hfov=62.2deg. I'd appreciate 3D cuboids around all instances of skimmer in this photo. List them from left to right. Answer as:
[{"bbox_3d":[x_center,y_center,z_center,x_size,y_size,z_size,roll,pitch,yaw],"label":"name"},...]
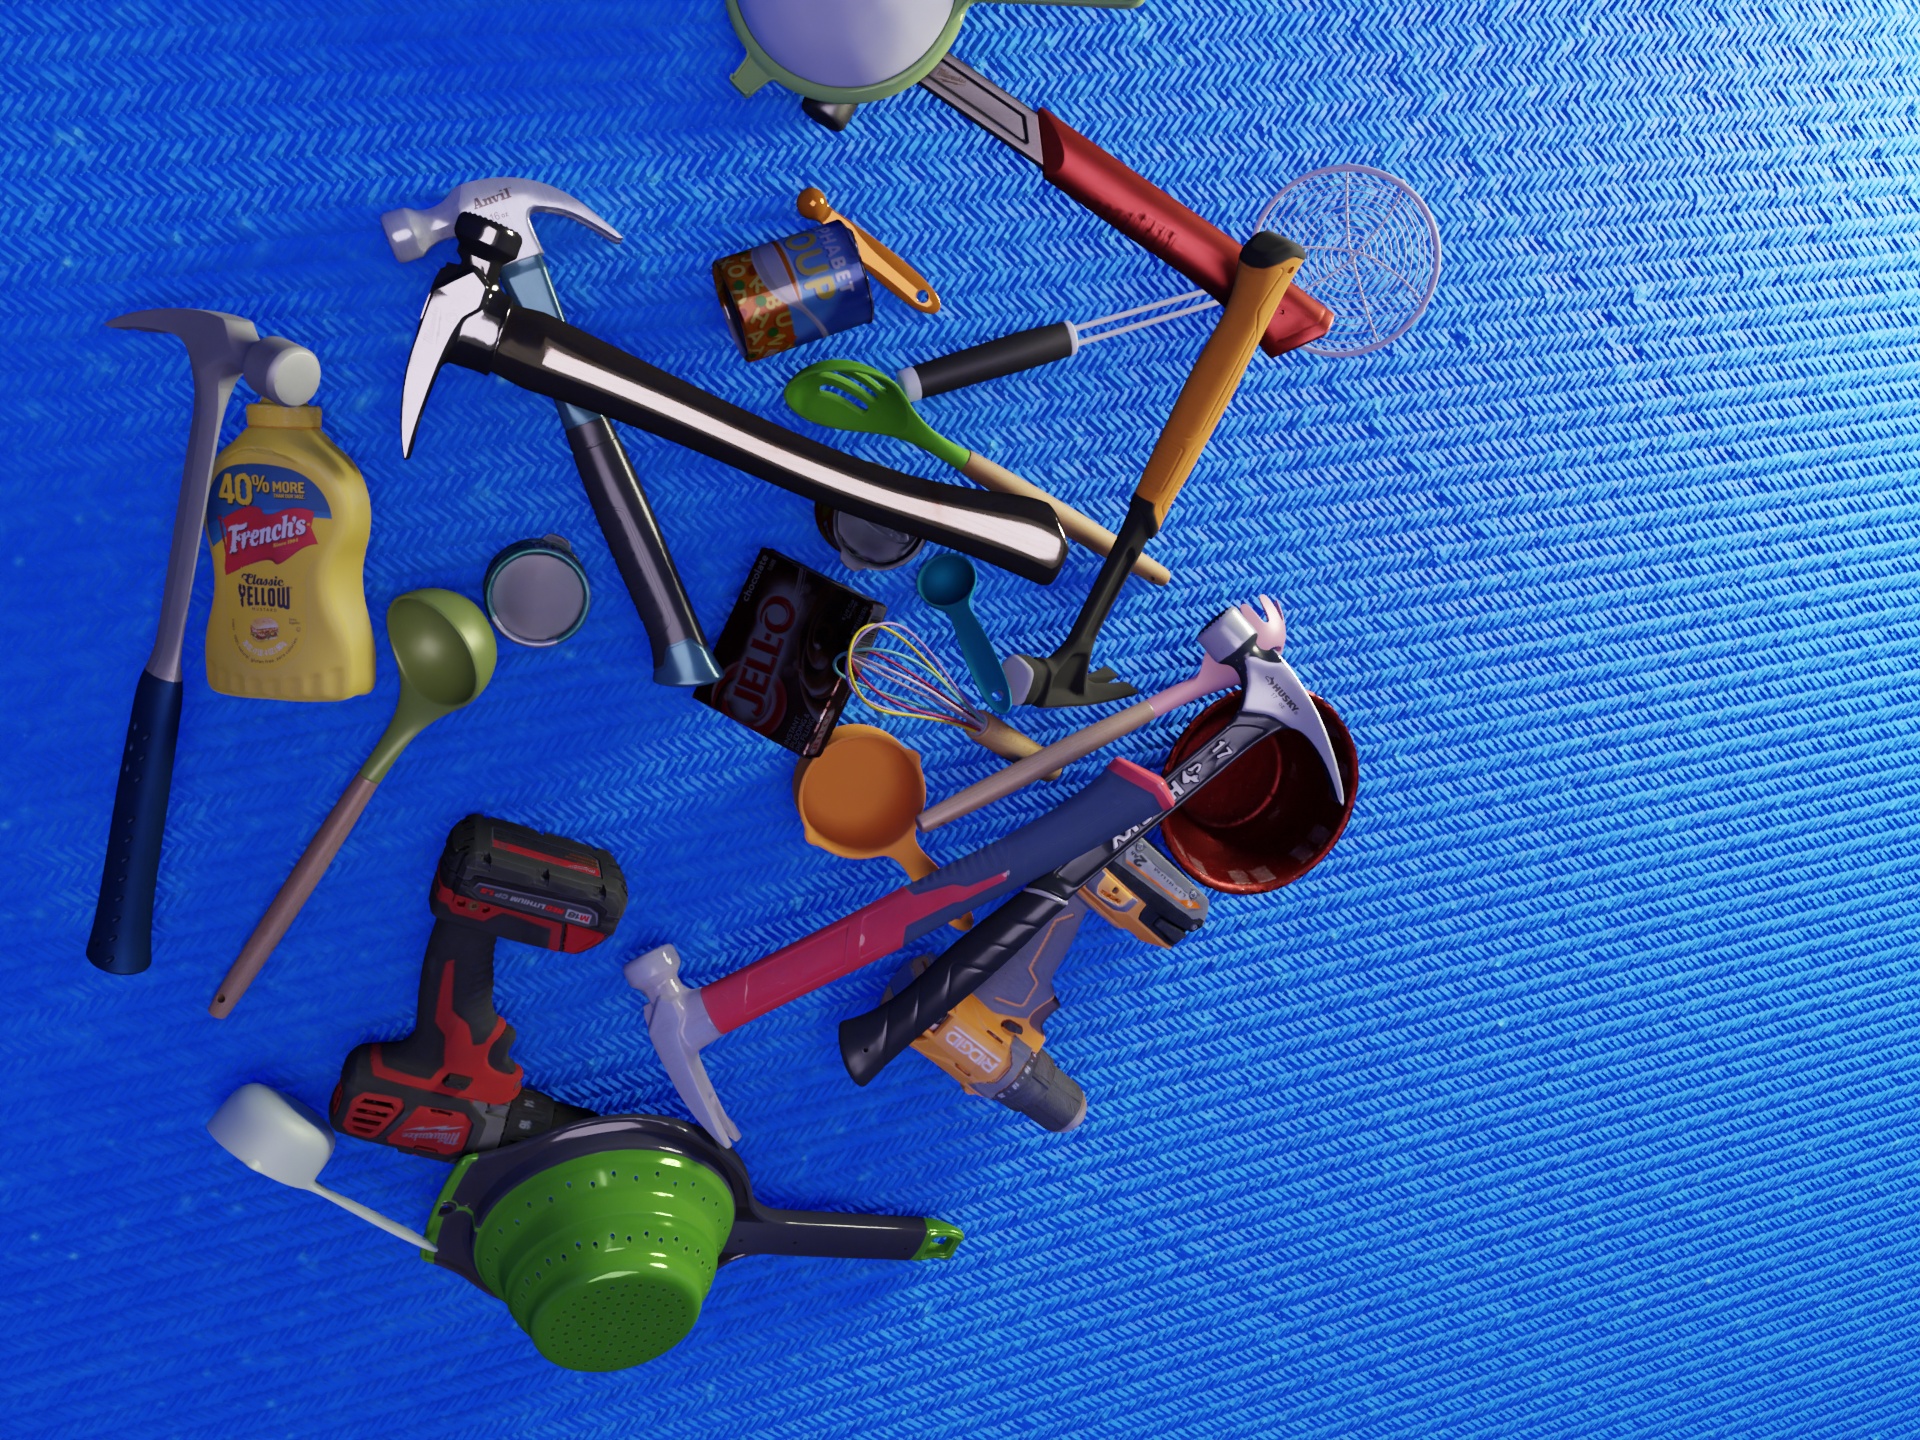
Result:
[{"bbox_3d":[0.138,-0.270,1.053,0.363,0.090,0.127,-19,109,-12],"label":"skimmer"}]

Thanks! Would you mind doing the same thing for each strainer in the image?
[{"bbox_3d":[-0.016,-0.442,0.928,0.256,0.069,0.151,4,95,2],"label":"strainer"}]

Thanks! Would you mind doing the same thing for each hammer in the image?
[{"bbox_3d":[-0.465,-0.040,0.927,0.035,0.144,0.405,-13,125,-60],"label":"hammer"},{"bbox_3d":[-0.227,-0.170,0.982,0.128,0.033,0.331,-24,104,-11],"label":"hammer"},{"bbox_3d":[-0.126,-0.158,0.971,0.410,0.038,0.146,20,95,-16],"label":"hammer"},{"bbox_3d":[-0.029,0.143,1.057,0.386,0.038,0.143,-27,87,8],"label":"hammer"},{"bbox_3d":[0.077,0.110,1.080,0.409,0.036,0.149,-41,90,6],"label":"hammer"},{"bbox_3d":[0.087,-0.352,1.004,0.359,0.037,0.149,32,94,-8],"label":"hammer"},{"bbox_3d":[0.135,-0.154,1.036,0.127,0.034,0.336,-3,127,-48],"label":"hammer"}]

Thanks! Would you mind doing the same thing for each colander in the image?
[{"bbox_3d":[-0.164,0.383,1.105,0.396,0.095,0.204,13,120,-27],"label":"colander"}]

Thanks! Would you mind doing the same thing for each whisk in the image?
[{"bbox_3d":[-0.003,-0.001,1.060,0.051,0.047,0.244,-30,146,23],"label":"whisk"}]

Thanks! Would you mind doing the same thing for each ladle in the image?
[{"bbox_3d":[-0.390,0.057,0.993,0.078,0.062,0.320,36,96,12],"label":"ladle"}]

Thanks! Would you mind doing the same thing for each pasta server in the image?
[{"bbox_3d":[0.104,-0.001,1.108,0.316,0.040,0.060,-26,148,-17],"label":"pasta server"}]

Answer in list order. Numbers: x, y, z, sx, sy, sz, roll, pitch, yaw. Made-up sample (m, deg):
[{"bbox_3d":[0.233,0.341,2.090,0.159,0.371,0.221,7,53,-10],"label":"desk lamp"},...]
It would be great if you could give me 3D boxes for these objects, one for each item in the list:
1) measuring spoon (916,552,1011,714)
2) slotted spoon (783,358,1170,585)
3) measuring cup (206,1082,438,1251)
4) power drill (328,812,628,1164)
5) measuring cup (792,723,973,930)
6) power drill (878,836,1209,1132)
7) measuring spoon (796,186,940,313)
[{"bbox_3d":[0.008,-0.055,1.070,0.042,0.021,0.129,-24,66,2],"label":"measuring spoon"},{"bbox_3d":[0.021,-0.163,1.074,0.313,0.070,0.031,26,58,-26],"label":"slotted spoon"},{"bbox_3d":[-0.402,0.289,1.029,0.167,0.083,0.038,35,77,-12],"label":"measuring cup"},{"bbox_3d":[-0.291,0.194,1.050,0.187,0.080,0.226,20,100,-21],"label":"power drill"},{"bbox_3d":[-0.048,0.077,1.106,0.095,0.052,0.173,-39,112,-3],"label":"measuring cup"},{"bbox_3d":[0.077,0.187,1.163,0.185,0.084,0.226,42,94,-22],"label":"power drill"},{"bbox_3d":[-0.057,-0.302,1.026,0.116,0.011,0.021,36,92,-22],"label":"measuring spoon"}]
